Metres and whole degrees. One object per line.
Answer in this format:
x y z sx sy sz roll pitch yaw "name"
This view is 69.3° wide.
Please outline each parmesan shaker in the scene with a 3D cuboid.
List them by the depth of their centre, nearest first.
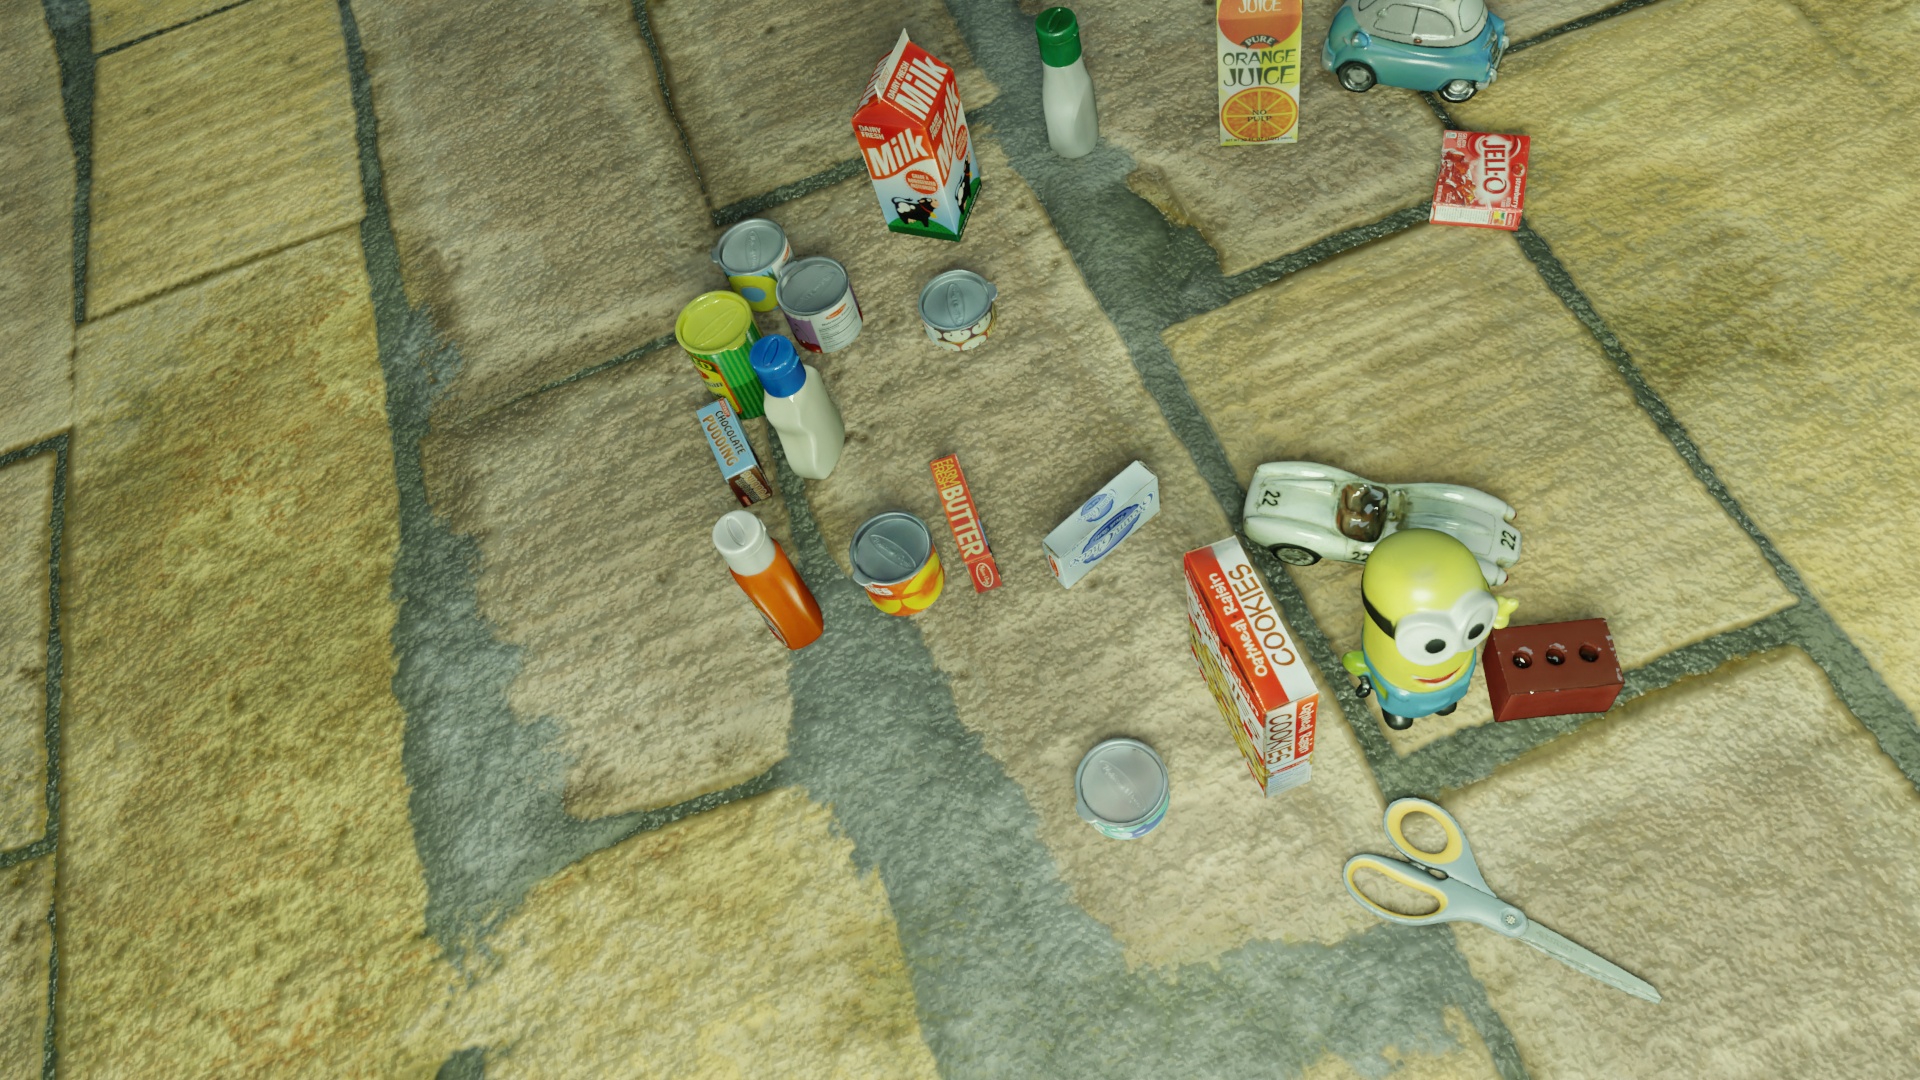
-0.196 -0.157 1.202 0.071 0.102 0.071 -5 60 9 "parmesan shaker"

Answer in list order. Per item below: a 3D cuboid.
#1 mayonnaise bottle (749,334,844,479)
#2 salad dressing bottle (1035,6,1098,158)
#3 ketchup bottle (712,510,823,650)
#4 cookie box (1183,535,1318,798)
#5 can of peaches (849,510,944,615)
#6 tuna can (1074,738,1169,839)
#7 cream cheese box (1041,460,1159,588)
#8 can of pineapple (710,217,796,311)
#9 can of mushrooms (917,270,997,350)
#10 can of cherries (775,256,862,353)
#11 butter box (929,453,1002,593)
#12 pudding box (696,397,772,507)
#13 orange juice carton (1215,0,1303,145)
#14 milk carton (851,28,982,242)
-0.134 -0.111 1.137 0.041 0.147 0.065 8 64 16 "mayonnaise bottle"
0.096 -0.415 1.261 0.044 0.147 0.064 15 66 19 "salad dressing bottle"
-0.148 0.027 1.061 0.043 0.148 0.065 -32 60 -6 "ketchup bottle"
0.196 0.090 0.945 0.040 0.166 0.123 -22 59 -1 "cookie box"
-0.051 0.020 1.098 0.071 0.057 0.071 -5 60 9 "can of peaches"
0.114 0.179 0.989 0.071 0.032 0.071 -5 60 9 "tuna can"
0.111 -0.012 1.086 0.104 0.053 0.024 -40 61 -11 "cream cheese box"
-0.186 -0.254 1.281 0.071 0.057 0.071 -5 60 9 "can of pineapple"
0.000 -0.203 1.228 0.071 0.033 0.071 -5 60 9 "can of mushrooms"
-0.127 -0.212 1.245 0.071 0.058 0.072 -5 60 9 "can of cherries"
0.004 -0.014 1.109 0.024 0.053 0.104 -20 59 1 "butter box"
-0.193 -0.076 1.186 0.030 0.049 0.084 -26 59 -3 "pudding box"
0.262 -0.441 1.216 0.072 0.192 0.073 1 62 12 "orange juice carton"
-0.040 -0.356 1.232 0.073 0.189 0.072 12 65 18 "milk carton"
